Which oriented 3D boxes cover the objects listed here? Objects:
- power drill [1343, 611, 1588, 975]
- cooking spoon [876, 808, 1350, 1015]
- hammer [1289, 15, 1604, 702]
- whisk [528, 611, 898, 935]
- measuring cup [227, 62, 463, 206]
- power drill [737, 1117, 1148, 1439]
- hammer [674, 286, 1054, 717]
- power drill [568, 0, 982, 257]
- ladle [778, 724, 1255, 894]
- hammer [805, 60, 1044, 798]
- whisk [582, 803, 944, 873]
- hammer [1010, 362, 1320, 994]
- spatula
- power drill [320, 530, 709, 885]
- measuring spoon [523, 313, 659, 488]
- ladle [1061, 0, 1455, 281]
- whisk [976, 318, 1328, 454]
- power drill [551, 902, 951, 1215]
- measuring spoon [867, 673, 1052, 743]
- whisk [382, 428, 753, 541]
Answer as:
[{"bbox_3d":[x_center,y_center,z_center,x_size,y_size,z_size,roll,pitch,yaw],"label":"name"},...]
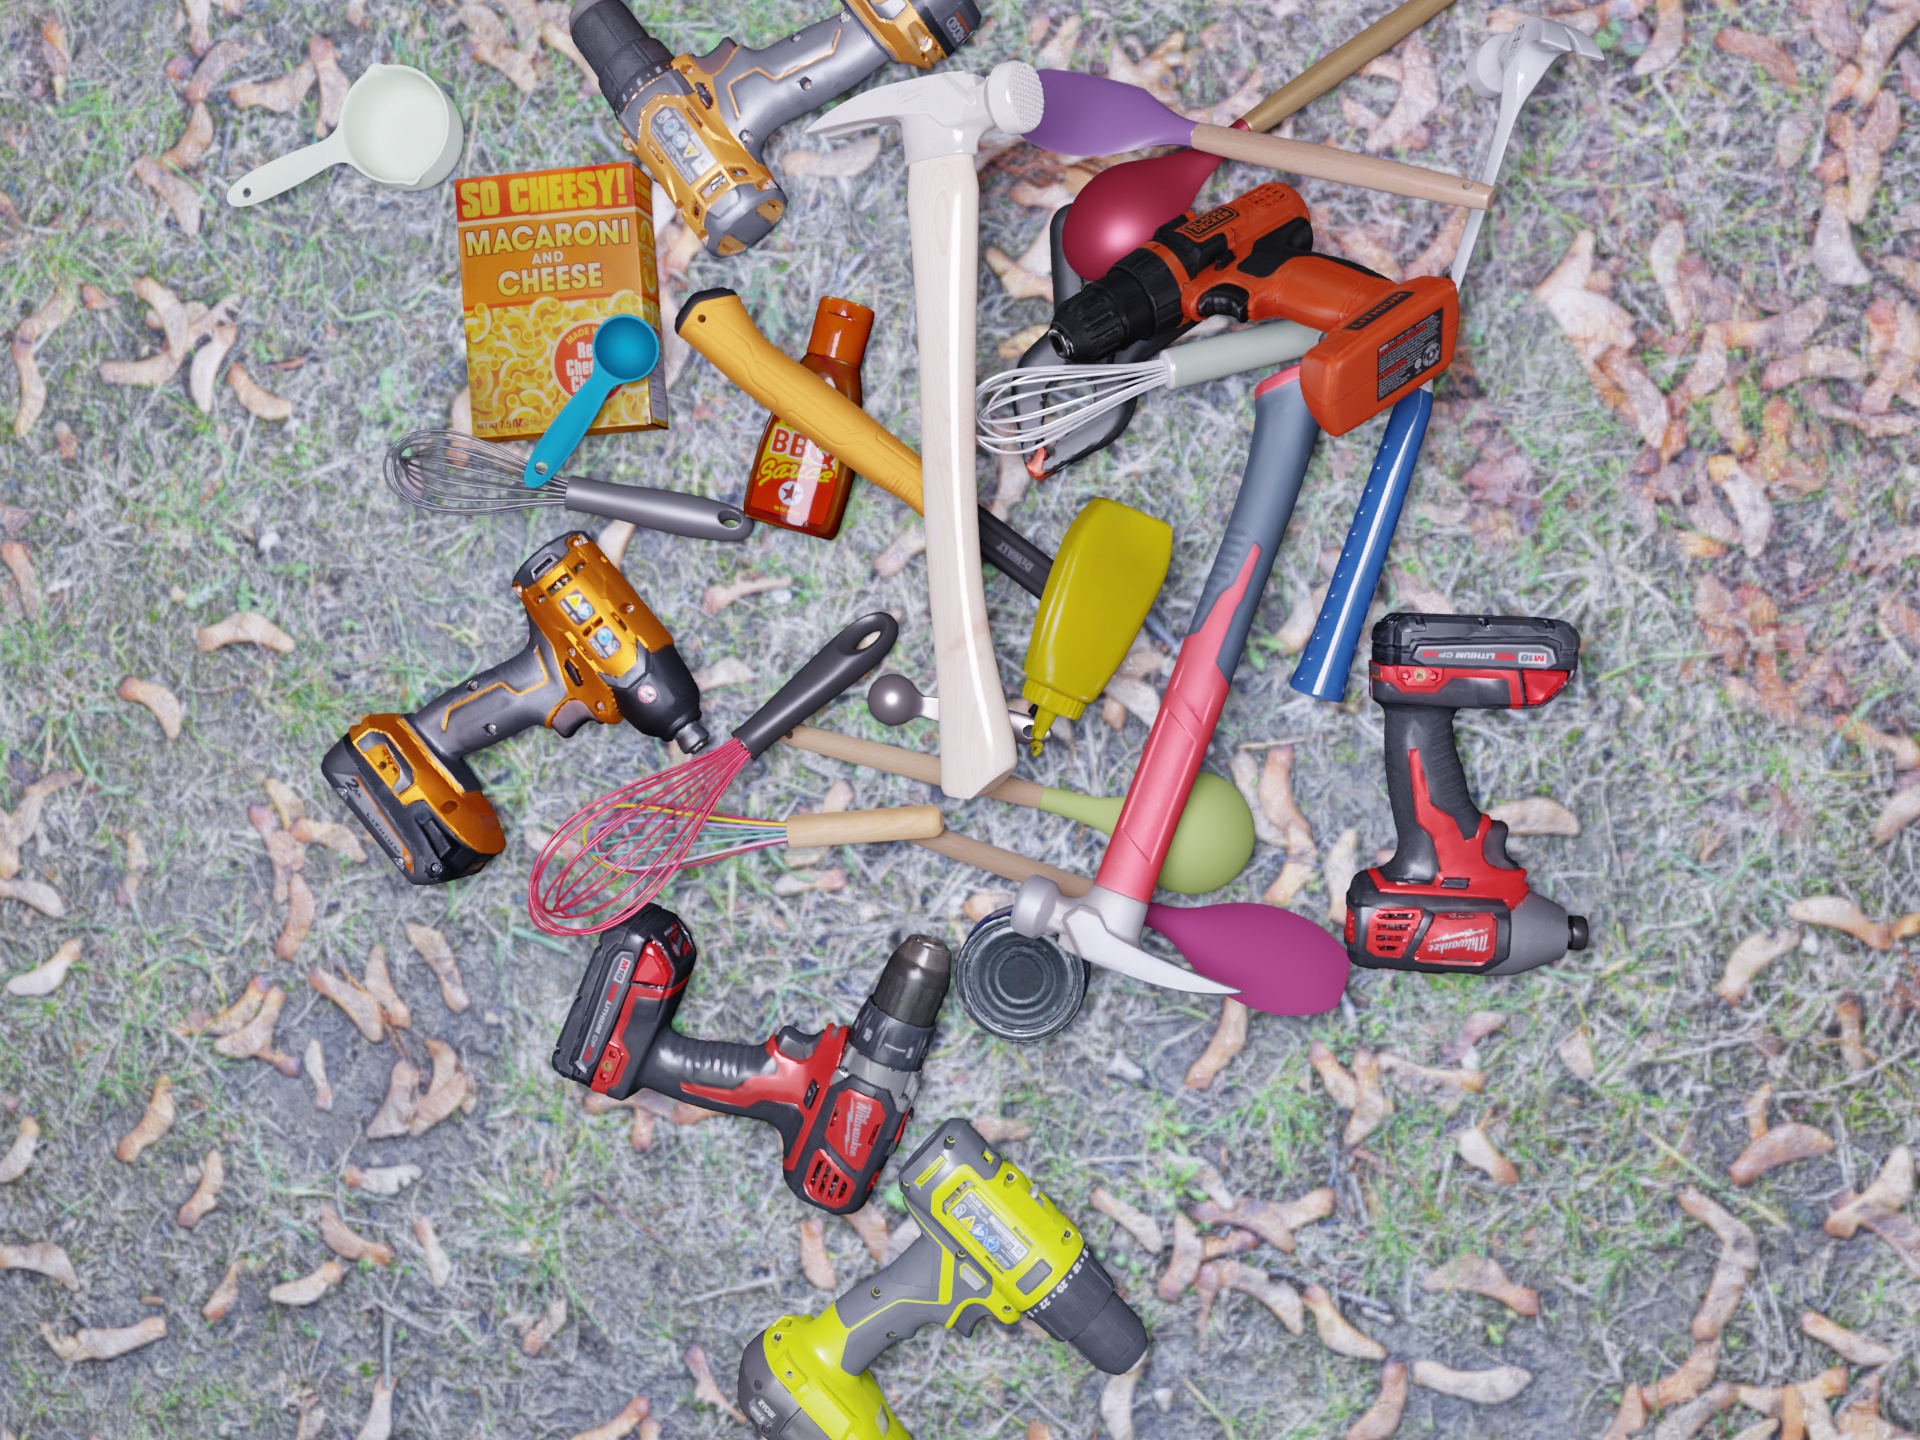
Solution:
[{"bbox_3d":[0.311,0.047,0.962,0.143,0.078,0.219,3,96,8],"label":"power drill"},{"bbox_3d":[0.091,0.114,1.016,0.319,0.017,0.069,18,68,10],"label":"cooking spoon"},{"bbox_3d":[0.274,-0.206,0.937,0.035,0.144,0.405,15,102,-4],"label":"hammer"},{"bbox_3d":[-0.153,0.028,1.003,0.296,0.073,0.073,-41,87,-12],"label":"whisk"},{"bbox_3d":[-0.408,-0.375,1.060,0.167,0.038,0.083,-19,90,11],"label":"measuring cup"},{"bbox_3d":[-0.012,0.398,1.025,0.190,0.080,0.228,45,95,4],"label":"power drill"},{"bbox_3d":[-0.039,-0.145,0.988,0.337,0.034,0.127,37,95,-7],"label":"hammer"},{"bbox_3d":[-0.124,-0.432,0.997,0.226,0.084,0.185,-37,86,13],"label":"power drill"},{"bbox_3d":[0.030,0.043,1.023,0.320,0.062,0.078,14,93,14],"label":"ladle"},{"bbox_3d":[-0.014,-0.159,0.932,0.146,0.038,0.410,3,100,34],"label":"hammer"},{"bbox_3d":[-0.132,0.071,1.033,0.245,0.051,0.047,-5,85,11],"label":"whisk"},{"bbox_3d":[0.163,-0.030,0.956,0.143,0.038,0.386,20,84,16],"label":"hammer"},{"bbox_3d":[0.159,-0.335,0.929,0.316,0.018,0.060,24,79,30],"label":"spatula"},{"bbox_3d":[-0.282,0.007,1.041,0.226,0.084,0.164,-40,87,4],"label":"power drill"},{"bbox_3d":[-0.236,-0.200,1.009,0.042,0.021,0.128,37,96,-6],"label":"measuring spoon"},{"bbox_3d":[0.195,-0.372,0.965,0.315,0.031,0.069,-35,79,1],"label":"ladle"},{"bbox_3d":[0.117,-0.210,0.960,0.246,0.059,0.057,-15,134,-5],"label":"whisk"},{"bbox_3d":[-0.127,0.195,1.032,0.226,0.080,0.188,23,96,3],"label":"power drill"},{"bbox_3d":[-0.002,-0.003,1.030,0.124,0.018,0.034,12,98,7],"label":"measuring spoon"},{"bbox_3d":[-0.253,-0.146,1.034,0.239,0.055,0.055,10,95,-4],"label":"whisk"}]
